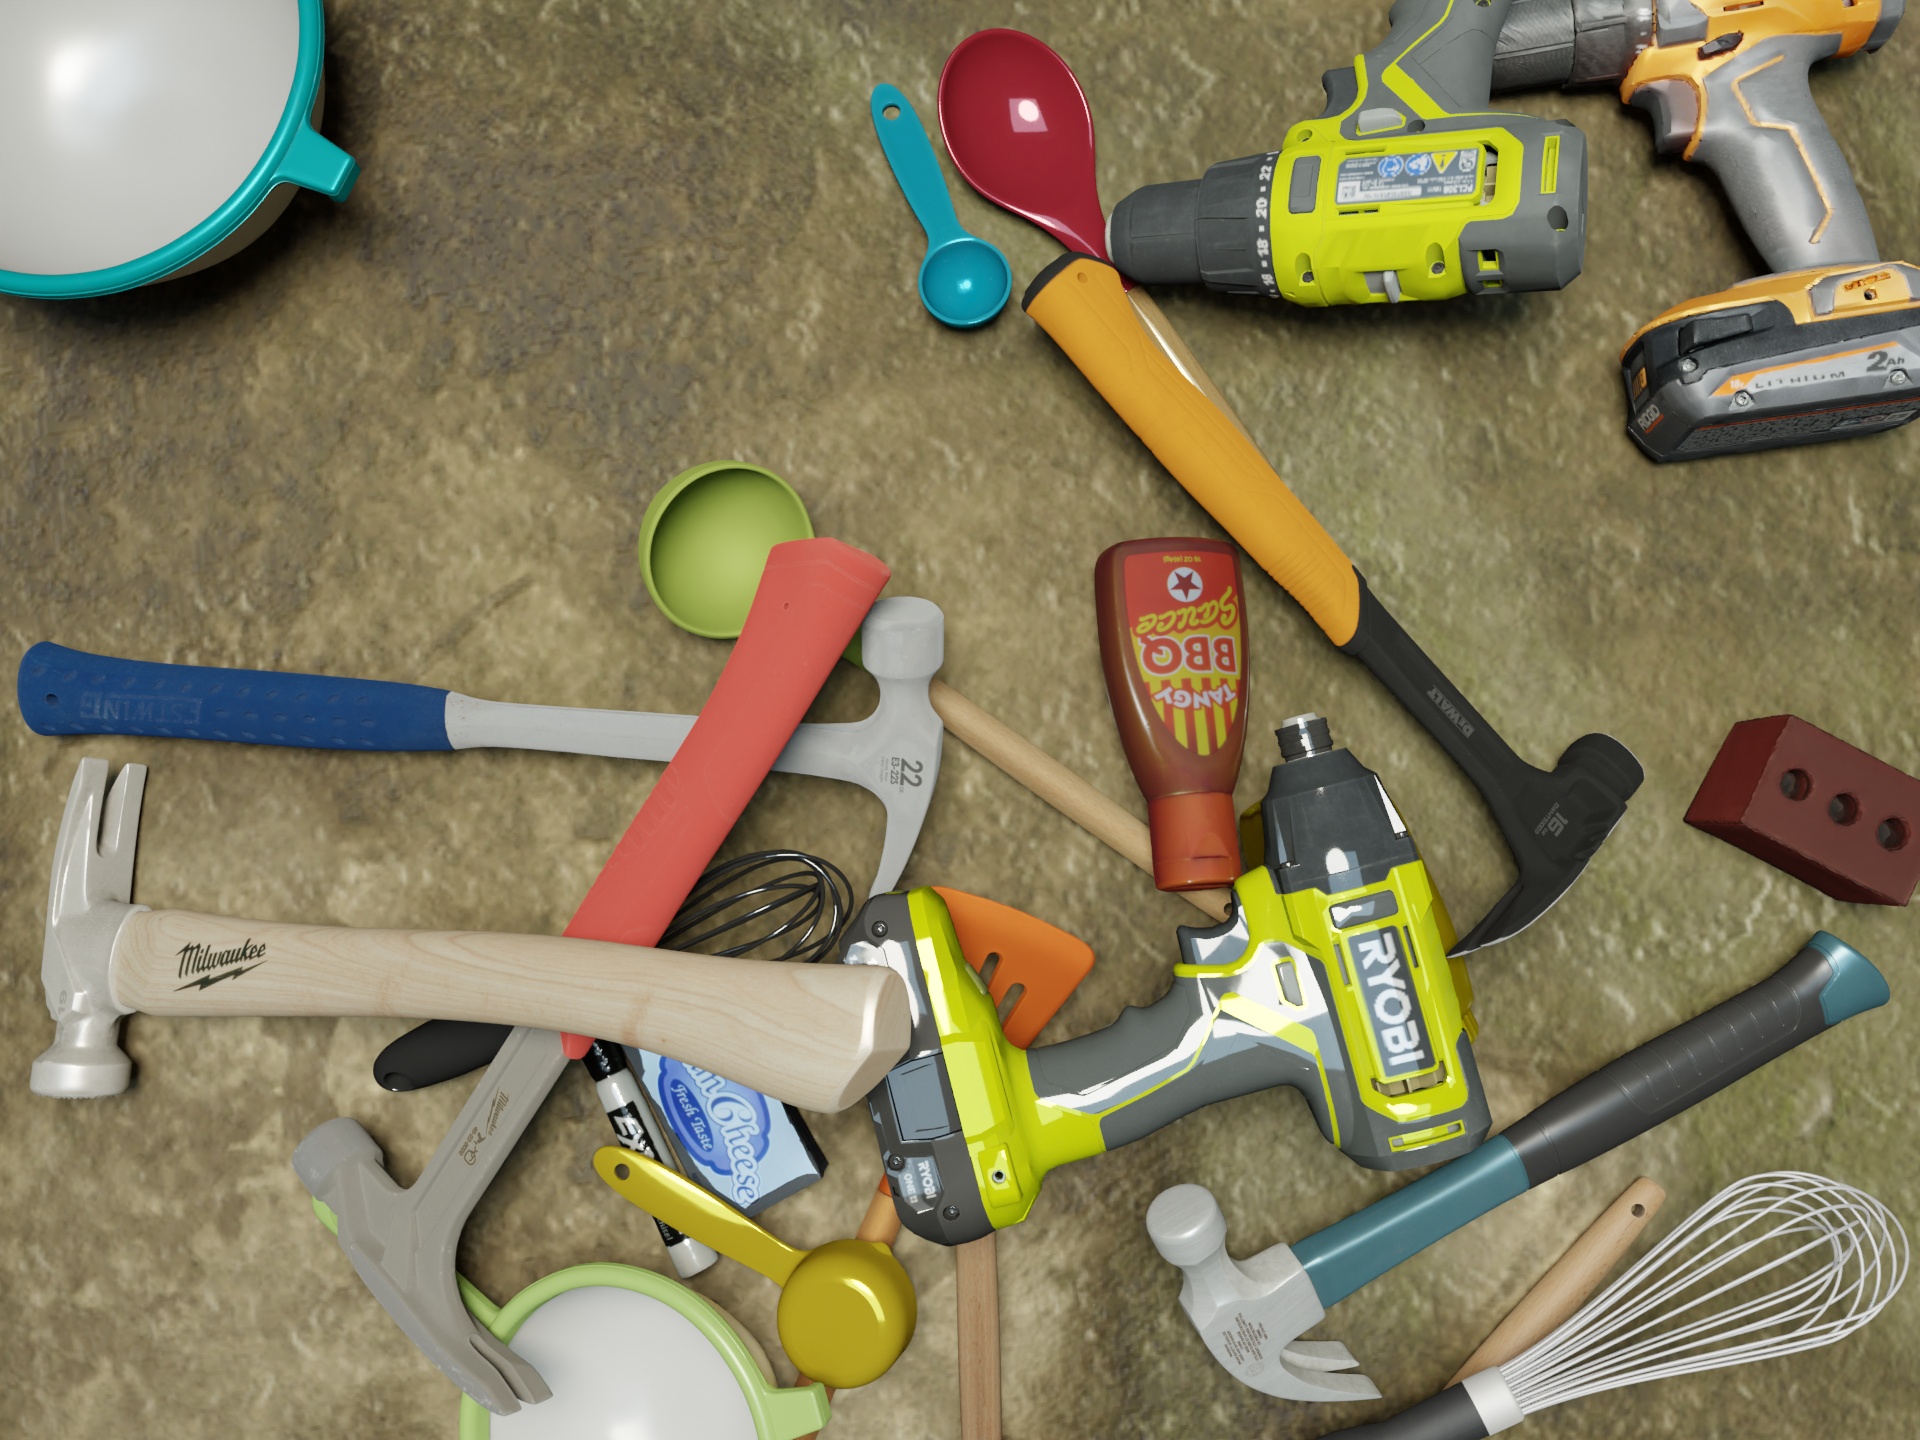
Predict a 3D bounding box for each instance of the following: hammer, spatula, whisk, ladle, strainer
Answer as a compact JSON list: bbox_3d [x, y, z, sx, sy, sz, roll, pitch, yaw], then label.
[{"bbox_3d":[0.243,0.177,0.666,0.331,0.033,0.128,-27,114,-6],"label":"hammer"},{"bbox_3d":[-0.208,0.090,0.620,0.411,0.038,0.146,0,83,24],"label":"hammer"},{"bbox_3d":[-0.038,0.229,0.684,0.081,0.041,0.322,22,88,-3],"label":"spatula"},{"bbox_3d":[0.142,-0.060,0.668,0.337,0.034,0.127,48,60,1],"label":"hammer"},{"bbox_3d":[0.245,0.261,0.642,0.284,0.070,0.070,-28,86,3],"label":"whisk"},{"bbox_3d":[-0.001,-0.002,0.690,0.320,0.062,0.078,36,92,1],"label":"ladle"},{"bbox_3d":[-0.130,0.089,0.623,0.149,0.036,0.359,38,99,23],"label":"hammer"},{"bbox_3d":[-0.209,0.007,0.688,0.405,0.035,0.144,4,114,7],"label":"hammer"},{"bbox_3d":[0.007,0.310,0.674,0.060,0.018,0.316,-1,94,0],"label":"spatula"},{"bbox_3d":[0.091,-0.170,0.712,0.069,0.031,0.315,-34,88,-6],"label":"ladle"},{"bbox_3d":[-0.423,-0.250,0.697,0.340,0.095,0.211,-20,84,2],"label":"strainer"},{"bbox_3d":[-0.152,0.112,0.675,0.239,0.055,0.055,-24,86,16],"label":"whisk"},{"bbox_3d":[0.194,0.317,0.671,0.082,0.044,0.317,42,87,12],"label":"spatula"},{"bbox_3d":[-0.170,0.269,0.681,0.256,0.069,0.151,31,99,20],"label":"strainer"}]

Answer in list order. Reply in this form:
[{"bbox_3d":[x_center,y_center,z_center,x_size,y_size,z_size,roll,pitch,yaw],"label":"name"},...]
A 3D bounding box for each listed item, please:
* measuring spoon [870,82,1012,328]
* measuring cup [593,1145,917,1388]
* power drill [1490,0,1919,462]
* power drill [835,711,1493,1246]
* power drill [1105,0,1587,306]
[{"bbox_3d":[-0.013,-0.233,0.726,0.042,0.021,0.129,-22,77,0],"label":"measuring spoon"},{"bbox_3d":[-0.091,0.224,0.664,0.156,0.029,0.062,28,95,8],"label":"measuring cup"},{"bbox_3d":[0.316,-0.232,0.685,0.185,0.084,0.226,-7,82,8],"label":"power drill"},{"bbox_3d":[0.073,0.102,0.615,0.223,0.080,0.171,-15,85,2],"label":"power drill"},{"bbox_3d":[0.165,-0.281,0.665,0.190,0.080,0.228,4,77,25],"label":"power drill"}]
